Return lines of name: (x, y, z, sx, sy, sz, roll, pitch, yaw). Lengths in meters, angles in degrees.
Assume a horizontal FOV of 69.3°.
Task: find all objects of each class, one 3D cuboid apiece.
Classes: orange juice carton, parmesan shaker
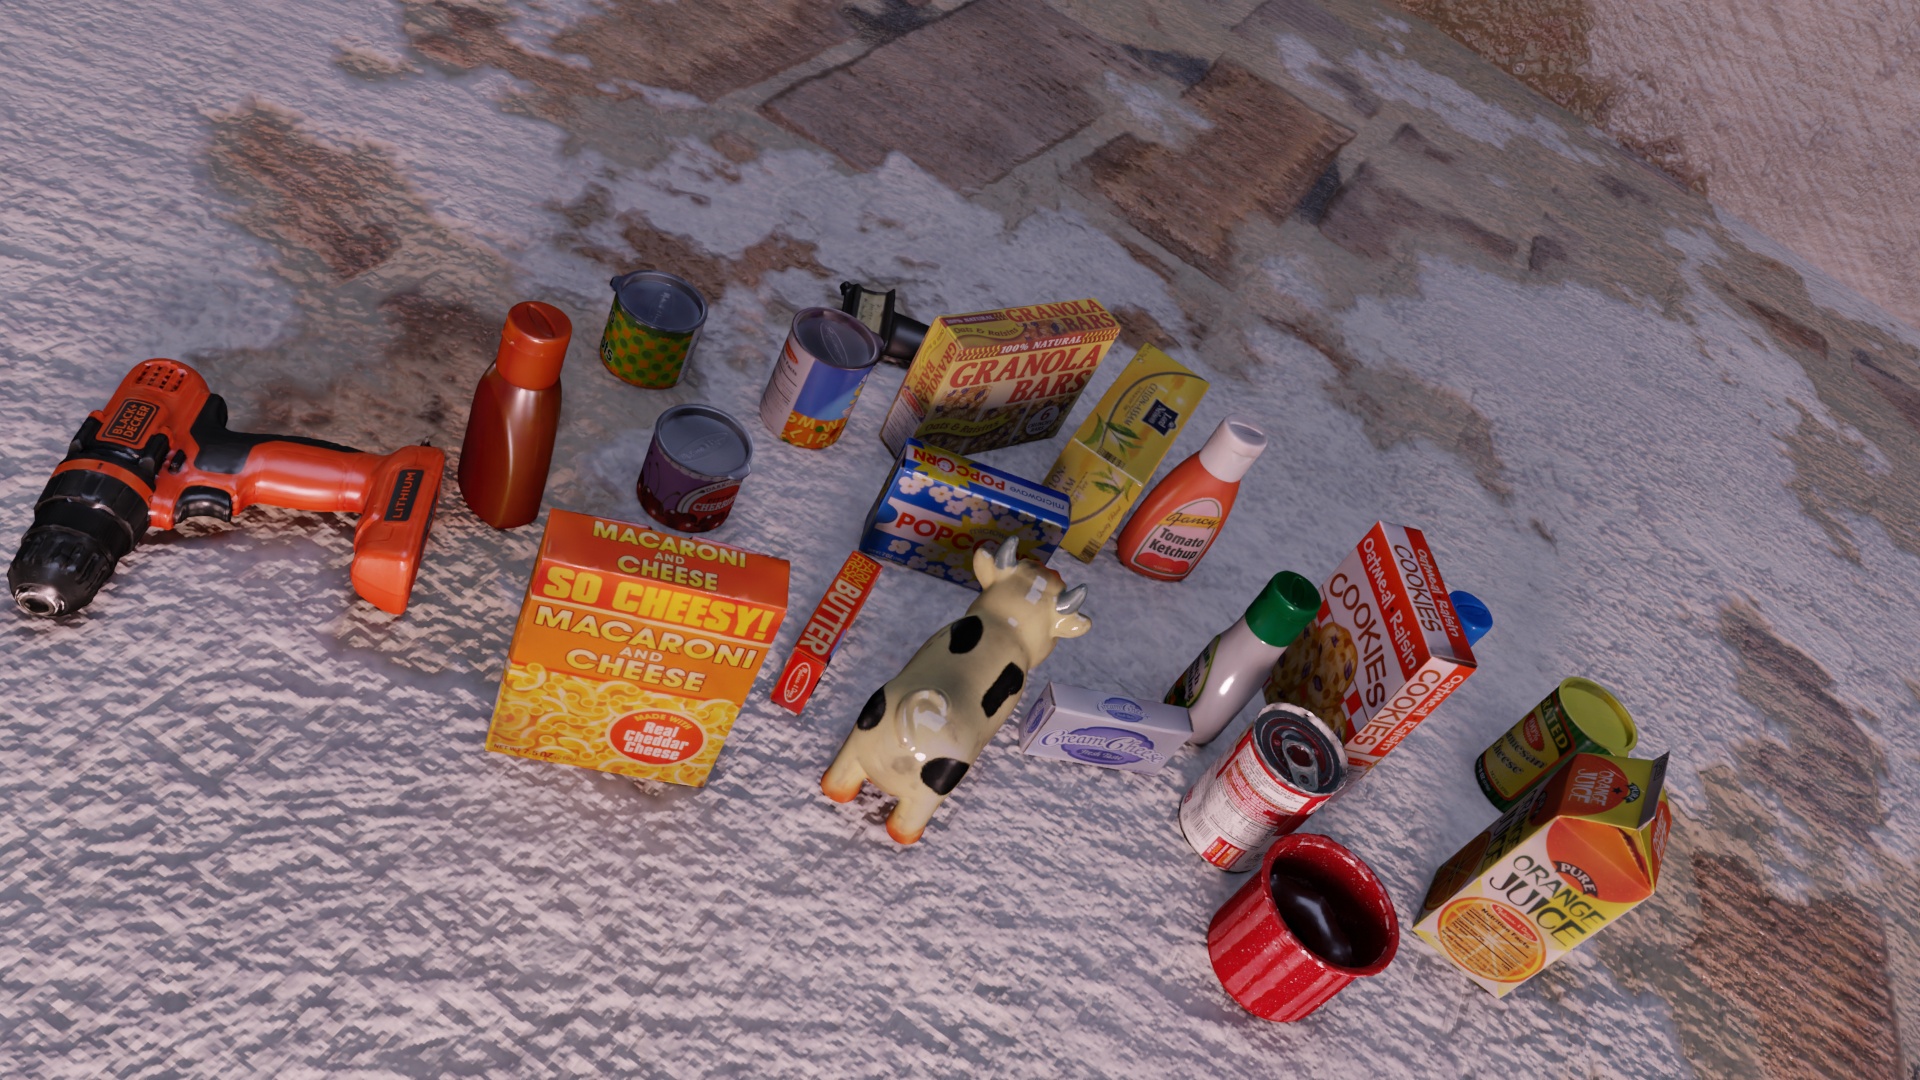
orange juice carton: (0.385, 0.208, 0.894, 0.073, 0.191, 0.072, 39, 41, 10)
parmesan shaker: (0.447, 0.161, 1.045, 0.071, 0.102, 0.072, 16, 43, -16)

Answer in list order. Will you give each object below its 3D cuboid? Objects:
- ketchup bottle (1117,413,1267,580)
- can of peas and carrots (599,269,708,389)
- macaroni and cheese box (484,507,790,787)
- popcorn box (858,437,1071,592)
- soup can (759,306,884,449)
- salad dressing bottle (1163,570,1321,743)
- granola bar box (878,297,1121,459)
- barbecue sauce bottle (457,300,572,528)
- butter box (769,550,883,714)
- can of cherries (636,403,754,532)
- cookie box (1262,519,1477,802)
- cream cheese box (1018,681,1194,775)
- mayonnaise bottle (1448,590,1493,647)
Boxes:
ketchup bottle: (0.177, -0.032, 1.048, 0.065, 0.148, 0.044, 15, 43, -18)
can of peas and carrots: (-0.224, -0.153, 1.003, 0.071, 0.058, 0.071, 16, 43, -16)
macaroni and cheese box: (-0.174, 0.061, 0.736, 0.124, 0.165, 0.040, 13, 44, -19)
popcorn box: (0.003, -0.012, 0.974, 0.127, 0.084, 0.038, 19, 42, -12)
soup can: (-0.102, -0.118, 1.021, 0.071, 0.083, 0.072, 16, 43, -16)
salad dressing bottle: (0.190, 0.080, 0.943, 0.044, 0.146, 0.064, 28, 41, -3)
granola bar box: (0.030, -0.124, 1.072, 0.166, 0.123, 0.039, -14, 57, -39)
barbecue sauce bottle: (-0.266, -0.076, 0.833, 0.044, 0.147, 0.065, -16, 58, -40)
butter box: (-0.084, 0.056, 0.879, 0.024, 0.052, 0.104, 29, 41, -1)
can of cherries: (-0.176, -0.046, 0.924, 0.071, 0.058, 0.072, 16, 43, -16)
cookie box: (0.279, 0.086, 0.974, 0.040, 0.166, 0.123, 13, 44, -19)
cream cheese box: (0.095, 0.125, 0.914, 0.104, 0.053, 0.024, 13, 44, -19)
mayonnaise bottle: (0.324, 0.096, 1.005, 0.065, 0.147, 0.041, 6, 46, -26)
